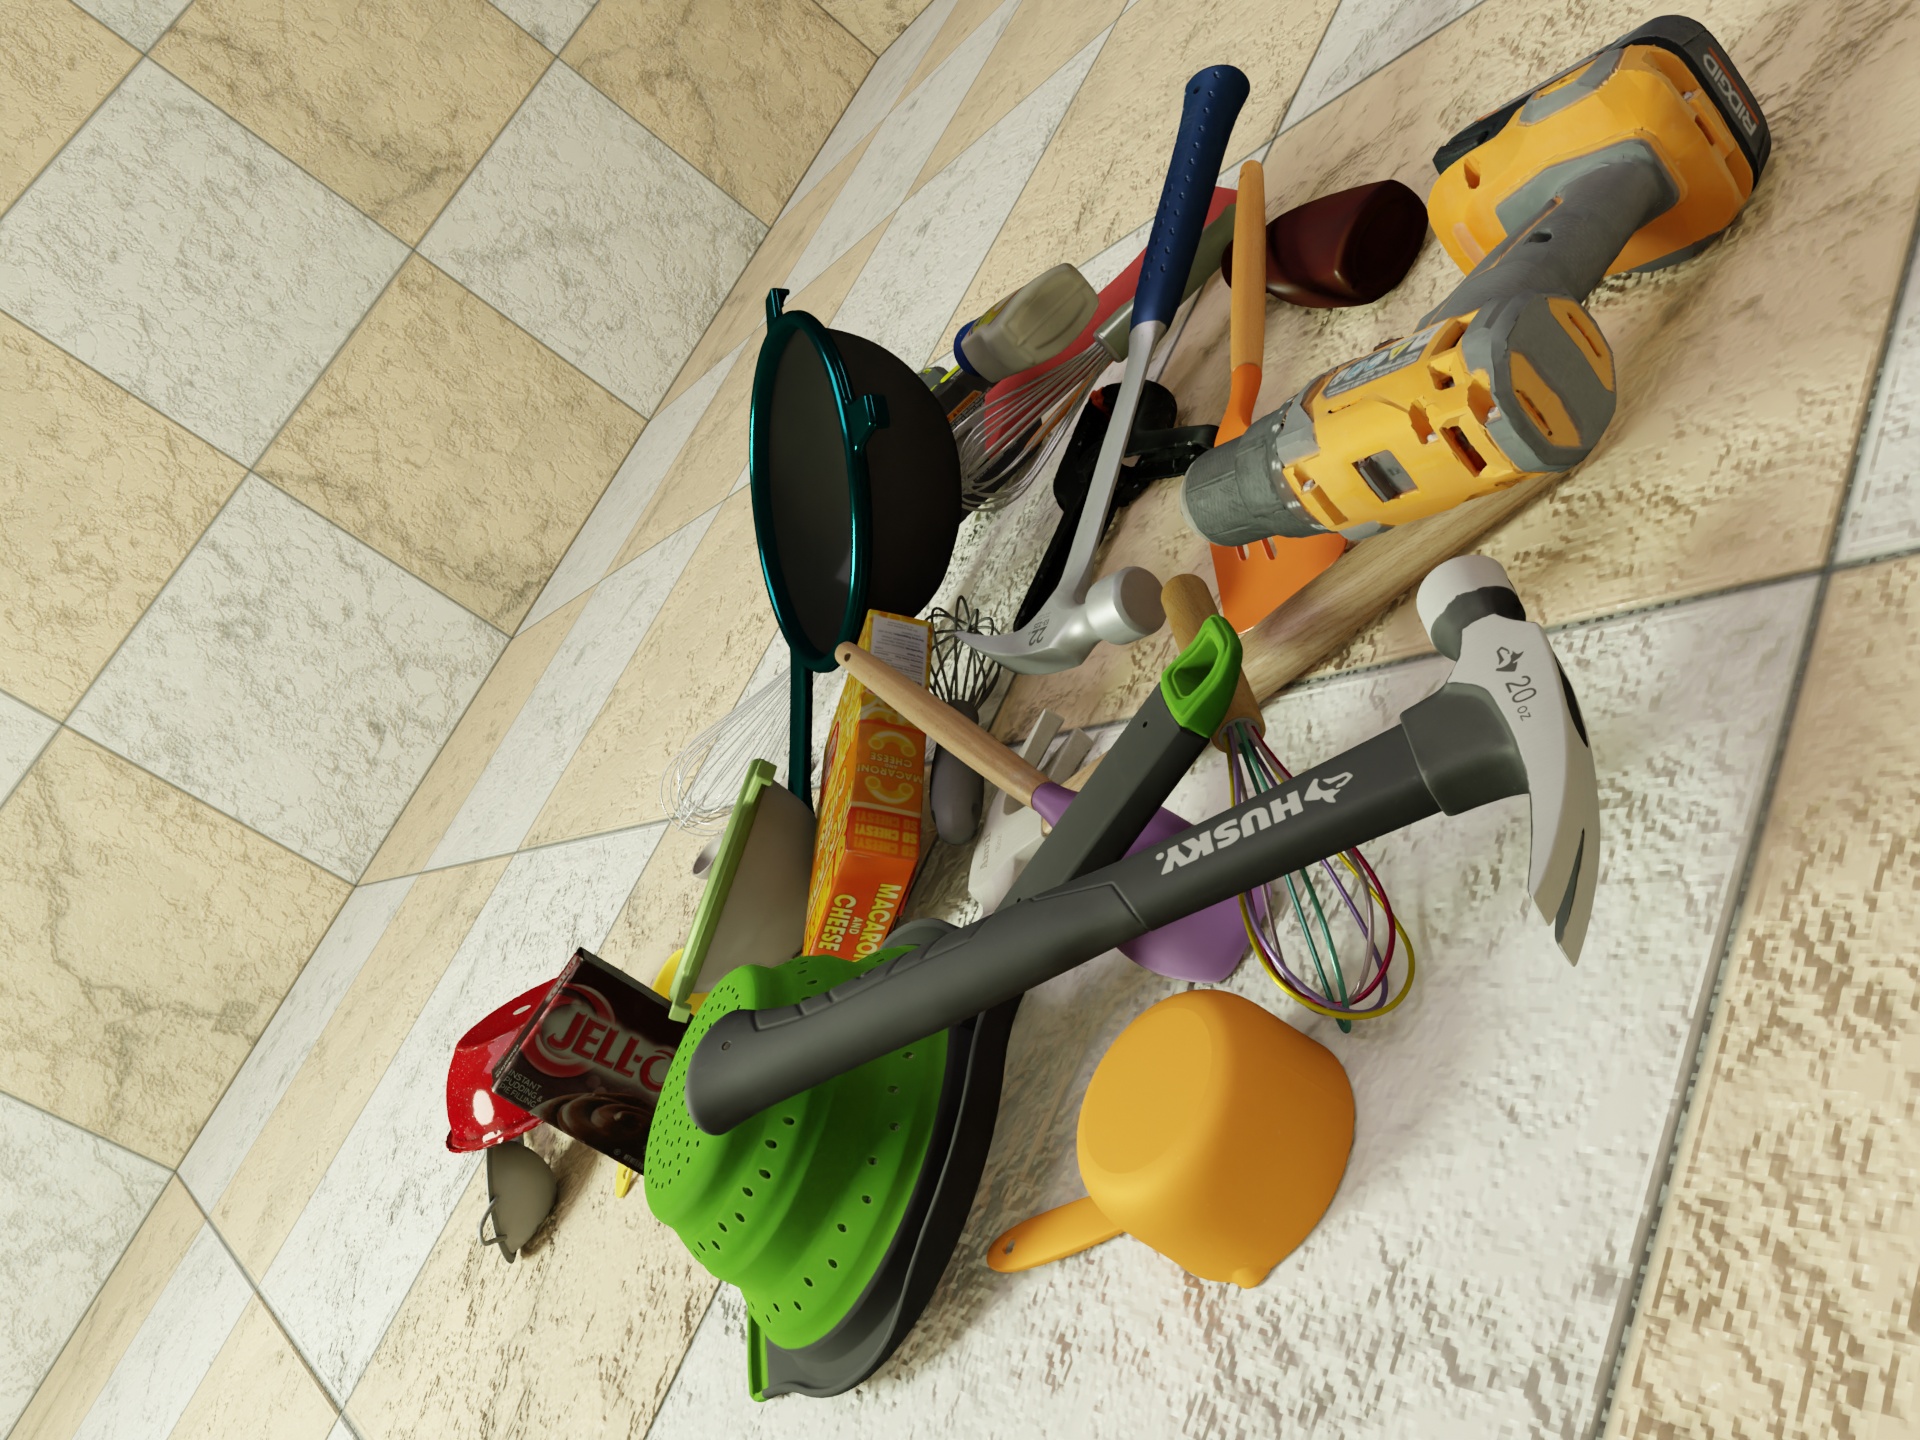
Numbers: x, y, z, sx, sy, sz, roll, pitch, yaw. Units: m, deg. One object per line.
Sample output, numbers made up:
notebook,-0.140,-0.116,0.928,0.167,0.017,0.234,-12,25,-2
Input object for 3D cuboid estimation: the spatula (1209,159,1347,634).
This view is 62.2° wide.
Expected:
spatula,0.152,-0.186,0.806,0.081,0.041,0.323,-43,29,45

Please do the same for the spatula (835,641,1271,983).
spatula,0.022,0.026,0.716,0.316,0.018,0.060,36,101,49

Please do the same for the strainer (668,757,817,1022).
strainer,-0.122,0.104,0.991,0.256,0.069,0.151,167,123,-84

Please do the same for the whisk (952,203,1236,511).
whisk,0.082,-0.219,0.958,0.246,0.059,0.058,-43,-9,6

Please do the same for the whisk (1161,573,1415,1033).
whisk,0.114,0.020,0.597,0.047,0.051,0.245,-24,38,11

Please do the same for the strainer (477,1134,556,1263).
strainer,-0.308,0.301,1.097,0.258,0.050,0.087,-166,67,-73

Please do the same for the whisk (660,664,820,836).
whisk,-0.121,-0.030,1.181,0.284,0.070,0.070,-52,21,-4

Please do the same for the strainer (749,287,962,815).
strainer,-0.060,-0.084,0.984,0.211,0.095,0.340,-125,33,-50

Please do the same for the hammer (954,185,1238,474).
hammer,0.052,-0.209,1.040,0.359,0.149,0.036,-40,-4,6

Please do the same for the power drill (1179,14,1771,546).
power drill,0.192,-0.156,0.620,0.226,0.084,0.185,-52,18,-26

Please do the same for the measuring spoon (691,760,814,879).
measuring spoon,-0.144,0.073,1.134,0.124,0.018,0.034,-42,24,14

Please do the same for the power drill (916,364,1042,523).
power drill,-0.039,-0.196,1.193,0.171,0.080,0.223,-44,18,-7

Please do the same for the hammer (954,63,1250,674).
hammer,0.096,-0.202,0.874,0.144,0.035,0.406,-21,45,53

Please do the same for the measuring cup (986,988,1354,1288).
measuring cup,0.052,0.152,0.549,0.173,0.052,0.095,-36,28,36

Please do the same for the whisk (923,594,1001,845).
whisk,-0.001,-0.004,0.870,0.055,0.055,0.239,-46,20,22

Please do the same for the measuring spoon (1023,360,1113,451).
measuring spoon,0.083,-0.209,0.994,0.117,0.011,0.021,-46,16,11

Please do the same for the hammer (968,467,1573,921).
hammer,0.119,-0.018,0.690,0.331,0.031,0.130,-41,26,30

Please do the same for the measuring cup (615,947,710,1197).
measuring cup,-0.183,0.220,0.990,0.062,0.029,0.157,-23,49,52

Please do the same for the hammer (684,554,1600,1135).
hammer,0.045,0.068,0.529,0.335,0.035,0.146,-27,36,19

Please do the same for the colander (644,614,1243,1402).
colander,-0.030,0.107,0.644,0.397,0.094,0.205,-57,21,23
